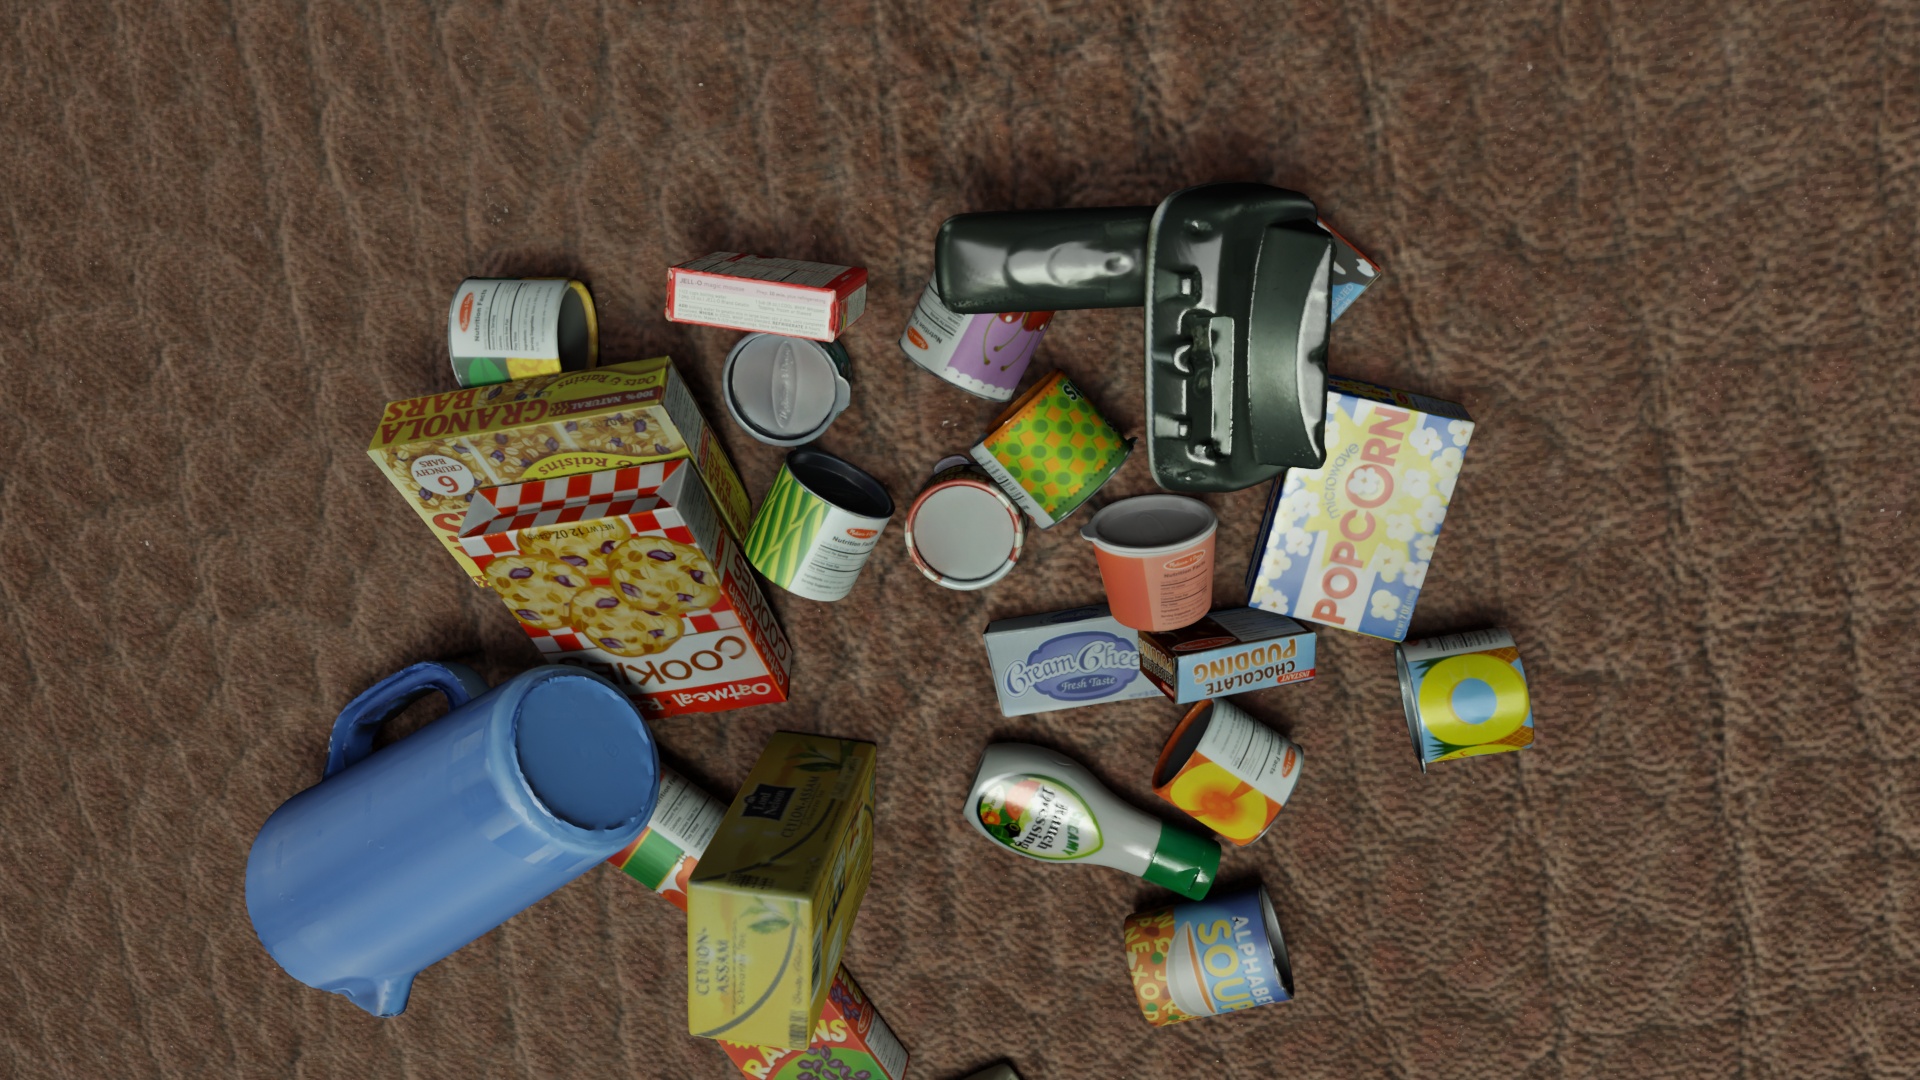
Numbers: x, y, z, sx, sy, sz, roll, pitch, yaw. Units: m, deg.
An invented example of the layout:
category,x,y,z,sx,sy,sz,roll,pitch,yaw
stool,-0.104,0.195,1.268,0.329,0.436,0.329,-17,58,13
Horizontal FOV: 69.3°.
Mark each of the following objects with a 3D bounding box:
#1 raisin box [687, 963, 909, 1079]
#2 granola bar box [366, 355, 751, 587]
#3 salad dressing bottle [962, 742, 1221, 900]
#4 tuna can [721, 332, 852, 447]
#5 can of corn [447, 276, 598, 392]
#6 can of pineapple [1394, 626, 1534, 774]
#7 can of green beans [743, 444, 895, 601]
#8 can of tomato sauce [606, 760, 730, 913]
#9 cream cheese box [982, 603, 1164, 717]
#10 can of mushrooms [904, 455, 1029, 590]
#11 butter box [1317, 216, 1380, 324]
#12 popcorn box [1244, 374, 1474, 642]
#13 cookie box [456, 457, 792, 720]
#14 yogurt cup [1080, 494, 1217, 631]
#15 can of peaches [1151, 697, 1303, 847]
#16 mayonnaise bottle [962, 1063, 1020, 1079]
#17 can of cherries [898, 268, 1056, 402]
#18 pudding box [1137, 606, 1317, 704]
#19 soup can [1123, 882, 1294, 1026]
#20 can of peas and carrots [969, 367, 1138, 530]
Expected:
category,x,y,z,sx,sy,sz,roll,pitch,yaw
raisin box,-0.102,0.311,0.886,0.086,0.040,0.123,-30,103,17
granola bar box,-0.213,-0.034,0.760,0.165,0.039,0.123,-8,140,11
salad dressing bottle,0.077,0.165,0.808,0.148,0.044,0.064,21,109,1
tuna can,-0.091,-0.086,0.757,0.071,0.033,0.070,3,109,8
can of corn,-0.235,-0.109,0.755,0.058,0.071,0.071,1,108,5
can of pineapple,0.268,0.084,0.740,0.058,0.071,0.070,-11,106,12
can of green beans,-0.078,-0.008,0.763,0.071,0.071,0.057,29,111,-2
can of tomato sauce,-0.176,0.179,0.840,0.083,0.071,0.071,35,110,-4
cream cheese box,0.069,0.066,0.787,0.104,0.024,0.053,-9,106,12
can of mushrooms,0.003,-0.010,0.768,0.071,0.033,0.070,3,109,8
butter box,0.159,-0.117,0.713,0.053,0.024,0.103,39,109,-6
popcorn box,0.207,-0.017,0.731,0.085,0.038,0.126,13,110,5
cookie box,-0.178,0.035,0.768,0.123,0.040,0.166,-8,136,12
yogurt cup,0.105,0.013,0.744,0.072,0.073,0.053,-5,116,10
can of peaches,0.147,0.129,0.774,0.058,0.071,0.071,33,110,-3
mayonnaise bottle,-0.028,0.386,0.889,0.148,0.065,0.041,-28,103,20
can of cherries,0.012,-0.113,0.717,0.071,0.072,0.058,27,109,-1
pudding box,0.142,0.060,0.746,0.084,0.050,0.030,-8,109,-15
soup can,0.144,0.243,0.809,0.083,0.071,0.071,-18,105,14
can of peas and carrots,0.049,-0.050,0.731,0.070,0.071,0.058,-41,98,19
